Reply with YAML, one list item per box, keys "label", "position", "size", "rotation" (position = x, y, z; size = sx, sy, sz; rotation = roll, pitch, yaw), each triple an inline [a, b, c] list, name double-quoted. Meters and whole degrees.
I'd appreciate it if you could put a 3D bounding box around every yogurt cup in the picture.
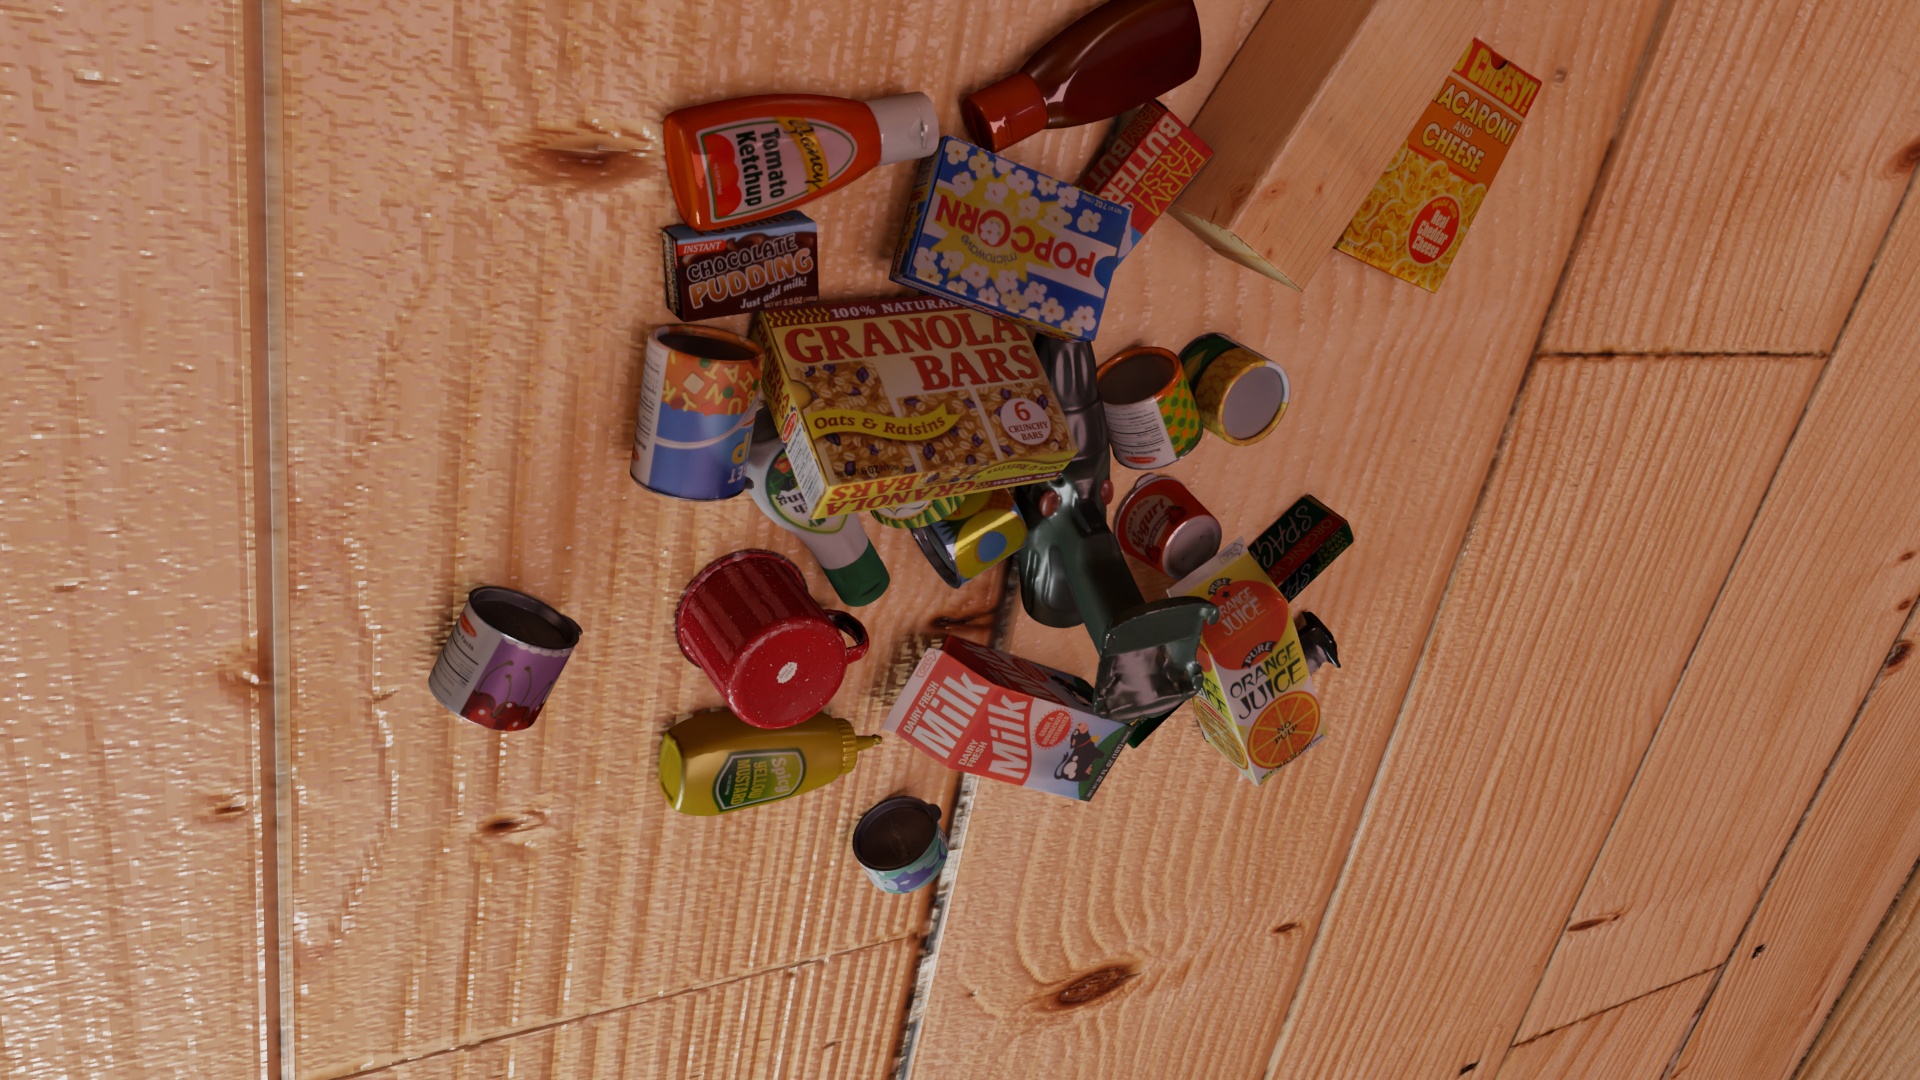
- label: "yogurt cup"
  position: [0.157, -0.007, 1.033]
  size: [0.072, 0.054, 0.072]
  rotation: [-16, 125, -25]

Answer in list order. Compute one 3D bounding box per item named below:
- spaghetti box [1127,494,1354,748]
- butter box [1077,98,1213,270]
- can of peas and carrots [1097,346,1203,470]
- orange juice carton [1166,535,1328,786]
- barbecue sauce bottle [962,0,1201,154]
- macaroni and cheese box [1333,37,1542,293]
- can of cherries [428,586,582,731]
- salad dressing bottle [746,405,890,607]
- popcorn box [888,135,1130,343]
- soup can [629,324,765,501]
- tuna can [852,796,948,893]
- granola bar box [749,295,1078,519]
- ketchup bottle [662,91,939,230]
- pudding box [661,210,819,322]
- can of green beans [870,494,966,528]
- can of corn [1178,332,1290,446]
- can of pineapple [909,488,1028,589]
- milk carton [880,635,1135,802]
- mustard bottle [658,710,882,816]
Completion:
- label: "spaghetti box"
  position: [0.209, 0.063, 1.110]
  size: [0.250, 0.050, 0.028]
  rotation: [-42, 132, -5]
- label: "butter box"
  position: [0.108, -0.223, 0.882]
  size: [0.053, 0.024, 0.103]
  rotation: [26, 112, -41]
- label: "can of peas and carrots"
  position: [0.128, -0.093, 0.958]
  size: [0.071, 0.071, 0.058]
  rotation: [-36, 130, -10]
- label: "orange juice carton"
  position: [0.207, 0.086, 1.041]
  size: [0.072, 0.073, 0.191]
  rotation: [-33, 126, -11]
- label: "barbecue sauce bottle"
  position: [0.072, -0.277, 0.826]
  size: [0.149, 0.044, 0.064]
  rotation: [-30, 136, -14]
- label: "macaroni and cheese box"
  position: [0.334, -0.275, 0.999]
  size: [0.124, 0.040, 0.166]
  rotation: [11, 110, -38]
- label: "can of cherries"
  position: [-0.260, 0.069, 0.799]
  size: [0.071, 0.072, 0.058]
  rotation: [20, 104, -39]
- label: "salad dressing bottle"
  position: [-0.088, -0.019, 0.873]
  size: [0.064, 0.044, 0.147]
  rotation: [-36, 130, -11]
- label: "popcorn box"
  position: [0.029, -0.177, 0.826]
  size: [0.127, 0.038, 0.085]
  rotation: [16, 87, -22]
- label: "soup can"
  position: [-0.146, -0.073, 0.788]
  size: [0.071, 0.071, 0.083]
  rotation: [-2, 117, -32]
- label: "tuna can"
  position: [-0.042, 0.225, 1.032]
  size: [0.071, 0.071, 0.032]
  rotation: [-33, 131, -13]
- label: "granola bar box"
  position: [-0.027, -0.085, 0.822]
  size: [0.166, 0.124, 0.039]
  rotation: [-10, 155, -28]
- label: "ketchup bottle"
  position: [-0.085, -0.215, 0.761]
  size: [0.149, 0.043, 0.064]
  rotation: [-19, 124, -23]
- label: "pudding box"
  position: [-0.123, -0.155, 0.780]
  size: [0.084, 0.030, 0.049]
  rotation: [-14, 122, -26]
- label: "can of green beans"
  position: [-0.033, -0.049, 0.877]
  size: [0.071, 0.071, 0.057]
  rotation: [-28, 129, -16]
- label: "can of corn"
  position: [0.191, -0.106, 0.993]
  size: [0.071, 0.058, 0.070]
  rotation: [-16, 124, -25]
- label: "can of pineapple"
  position: [0.003, -0.012, 0.922]
  size: [0.058, 0.071, 0.070]
  rotation: [-32, 129, -13]
- label: "milk carton"
  position: [0.030, 0.128, 1.017]
  size: [0.190, 0.073, 0.072]
  rotation: [20, 104, -39]
- label: "mustard bottle"
  position: [-0.122, 0.145, 0.945]
  size: [0.161, 0.049, 0.065]
  rotation: [-5, 120, -31]
